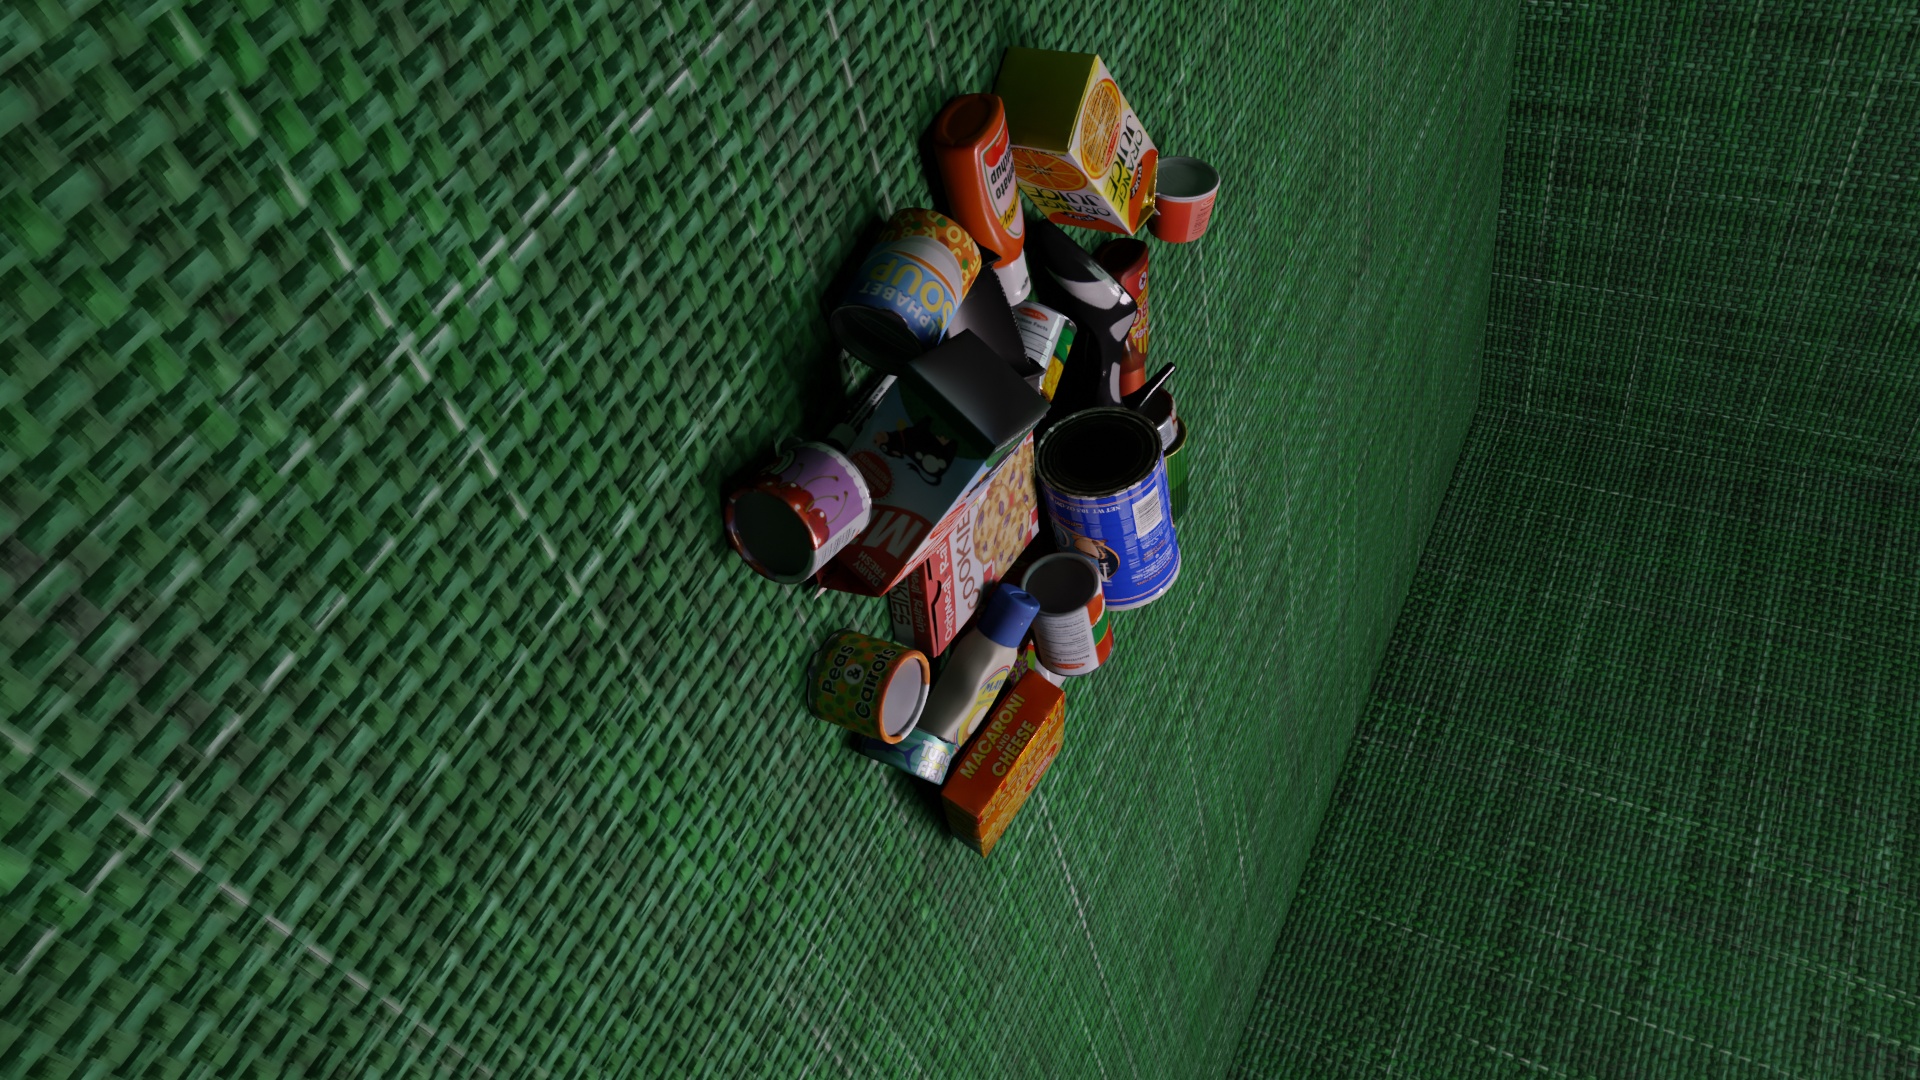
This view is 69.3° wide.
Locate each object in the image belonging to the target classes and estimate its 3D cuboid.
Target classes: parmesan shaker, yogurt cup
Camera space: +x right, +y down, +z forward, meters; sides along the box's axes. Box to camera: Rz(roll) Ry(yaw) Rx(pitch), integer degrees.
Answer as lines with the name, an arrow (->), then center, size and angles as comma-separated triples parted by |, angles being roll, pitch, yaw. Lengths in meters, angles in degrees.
parmesan shaker -> 0.184, -0.070, 1.342 | 0.071, 0.071, 0.102 | -59, 154, -30
yogurt cup -> 0.195, -0.303, 1.242 | 0.073, 0.072, 0.053 | -55, 156, -36

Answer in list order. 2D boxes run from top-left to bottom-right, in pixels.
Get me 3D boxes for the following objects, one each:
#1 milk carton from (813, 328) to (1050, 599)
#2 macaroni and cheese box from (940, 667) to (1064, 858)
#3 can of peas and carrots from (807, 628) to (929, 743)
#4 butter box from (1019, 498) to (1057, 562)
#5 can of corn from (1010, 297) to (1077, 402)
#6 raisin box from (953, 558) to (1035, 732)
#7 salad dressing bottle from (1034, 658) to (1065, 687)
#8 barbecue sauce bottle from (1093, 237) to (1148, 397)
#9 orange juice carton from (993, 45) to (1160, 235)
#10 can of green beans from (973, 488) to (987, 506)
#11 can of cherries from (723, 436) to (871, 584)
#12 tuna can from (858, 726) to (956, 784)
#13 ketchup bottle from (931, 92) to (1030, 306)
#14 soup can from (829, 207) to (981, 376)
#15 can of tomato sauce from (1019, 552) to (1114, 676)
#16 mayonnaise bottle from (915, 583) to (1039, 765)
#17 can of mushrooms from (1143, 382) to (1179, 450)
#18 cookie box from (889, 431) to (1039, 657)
milk carton -> -0.033, -0.034, 0.864 | 0.073, 0.073, 0.189 | -40, 171, -49
macaroni and cheese box -> 0.036, 0.186, 1.144 | 0.124, 0.040, 0.165 | -53, 164, -17
can of peas and carrots -> -0.062, 0.098, 0.944 | 0.071, 0.059, 0.070 | -40, 138, -50
butter box -> 0.085, -0.014, 1.219 | 0.104, 0.024, 0.052 | -42, 139, -48
can of corn -> 0.046, -0.139, 1.027 | 0.071, 0.071, 0.058 | 36, 72, -63
raisin box -> 0.029, 0.085, 1.144 | 0.086, 0.040, 0.122 | -32, 131, -54
salad dressing bottle -> 0.093, 0.086, 1.270 | 0.148, 0.044, 0.064 | -47, 141, -46
barbecue sauce bottle -> 0.142, -0.187, 1.220 | 0.065, 0.044, 0.147 | -53, 147, -40
orange juice carton -> 0.090, -0.284, 1.030 | 0.192, 0.072, 0.073 | 25, 82, -64
can of green beans -> -0.017, -0.057, 0.944 | 0.071, 0.071, 0.057 | -53, 147, -38
can of cherries -> -0.097, -0.018, 0.809 | 0.059, 0.071, 0.071 | -45, 141, -45
tuna can -> -0.037, 0.152, 1.011 | 0.071, 0.071, 0.033 | 40, 69, -62
ketchup bottle -> 0.018, -0.226, 0.948 | 0.148, 0.043, 0.065 | 73, 32, -49
soup can -> -0.032, -0.154, 0.856 | 0.084, 0.071, 0.071 | -63, 152, -24
can of tomato sauce -> 0.086, 0.058, 1.121 | 0.071, 0.071, 0.082 | -59, 150, -30
mayonnaise bottle -> 0.011, 0.104, 1.070 | 0.065, 0.041, 0.147 | -1, 122, -62
can of mushrooms -> 0.166, -0.114, 1.286 | 0.071, 0.071, 0.033 | -60, 150, -28
cookie box -> 0.004, -0.013, 1.038 | 0.168, 0.040, 0.122 | -49, 145, -42
